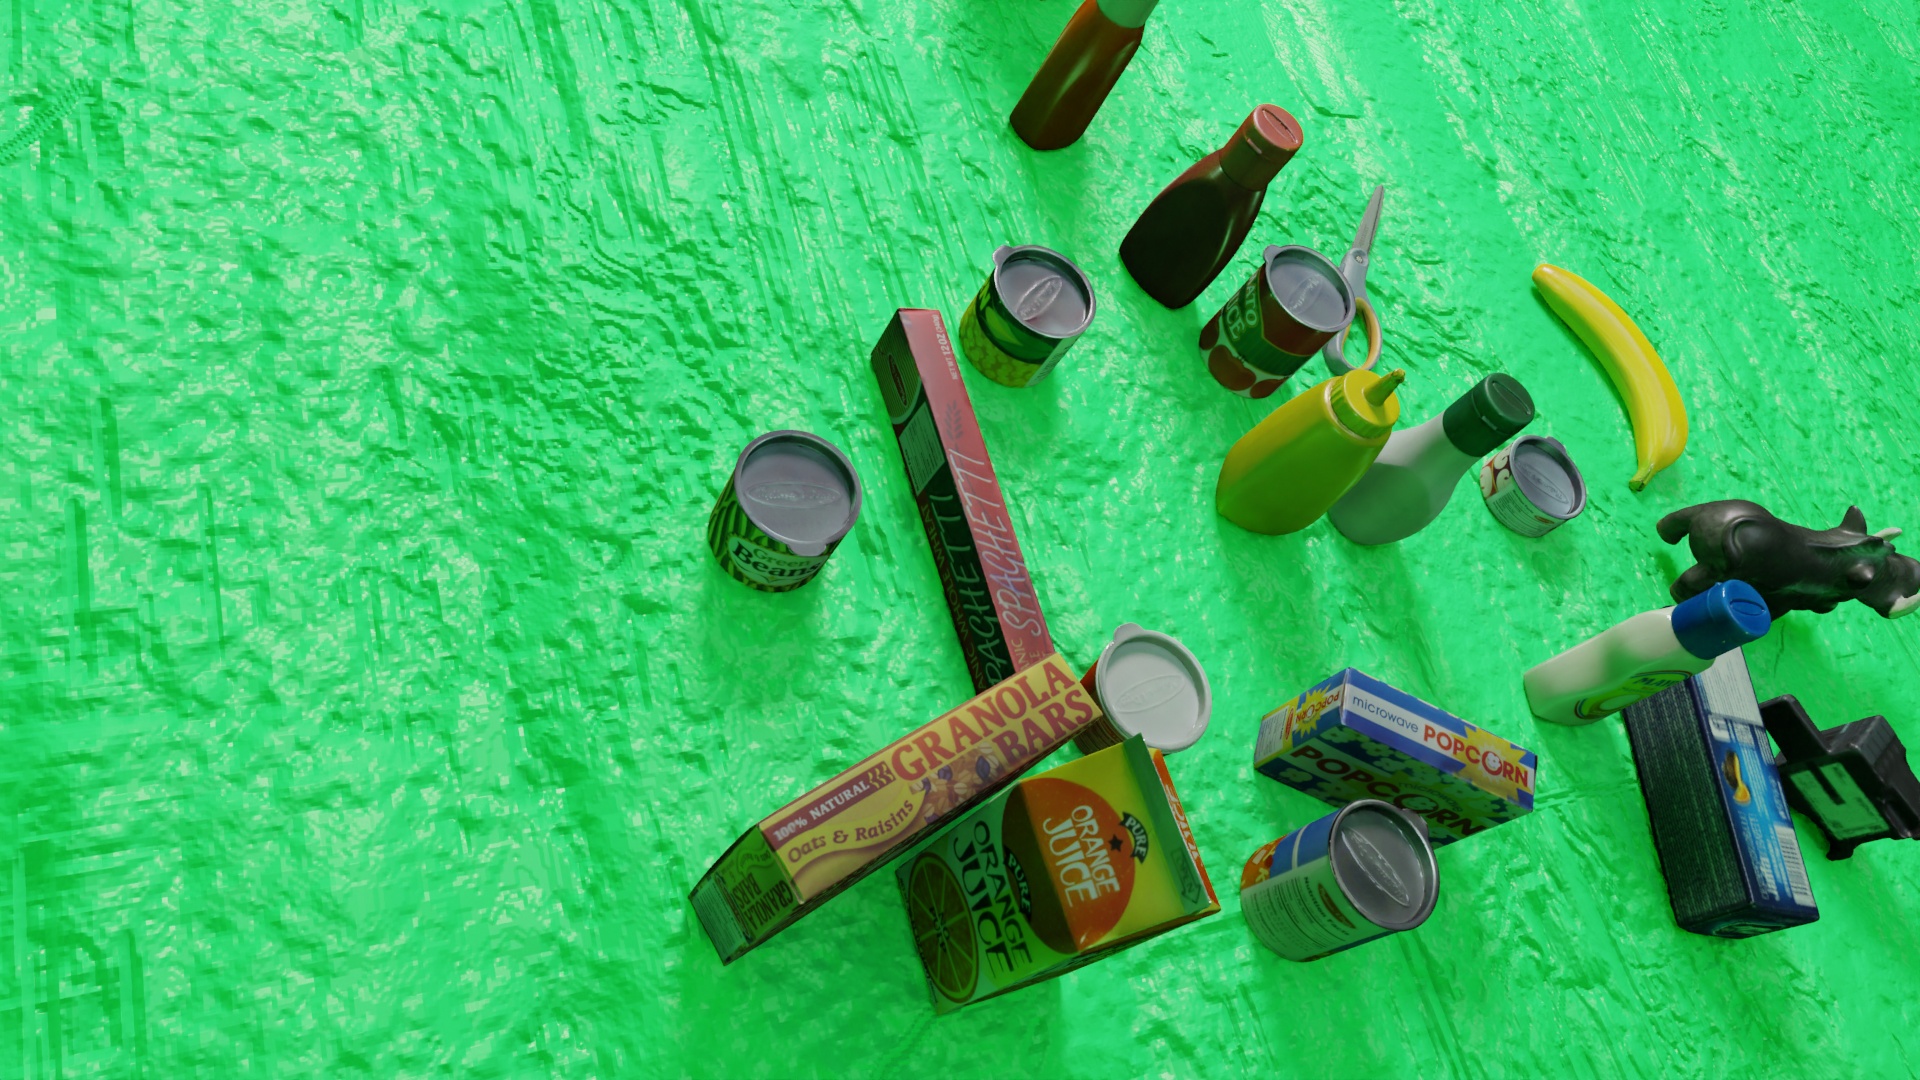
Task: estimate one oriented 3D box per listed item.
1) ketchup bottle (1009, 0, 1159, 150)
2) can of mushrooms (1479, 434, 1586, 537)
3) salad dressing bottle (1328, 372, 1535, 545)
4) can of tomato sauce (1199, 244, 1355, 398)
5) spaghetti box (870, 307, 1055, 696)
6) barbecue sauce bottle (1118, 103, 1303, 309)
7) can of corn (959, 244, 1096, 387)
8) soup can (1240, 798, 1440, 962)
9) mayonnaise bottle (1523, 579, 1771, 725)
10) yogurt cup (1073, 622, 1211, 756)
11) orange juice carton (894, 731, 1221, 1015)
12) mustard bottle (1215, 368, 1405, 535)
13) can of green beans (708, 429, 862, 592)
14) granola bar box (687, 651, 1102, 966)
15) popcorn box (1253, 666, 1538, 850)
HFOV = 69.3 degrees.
[{"bbox_3d":[0.088,-0.320,0.905,0.065,0.148,0.043,-31,80,-34],"label":"ketchup bottle"},{"bbox_3d":[0.399,-0.039,0.967,0.071,0.033,0.071,11,59,-20],"label":"can of mushrooms"},{"bbox_3d":[0.286,-0.048,0.849,0.064,0.147,0.044,43,54,1],"label":"salad dressing bottle"},{"bbox_3d":[0.202,-0.141,0.901,0.071,0.082,0.071,11,59,-20],"label":"can of tomato sauce"},{"bbox_3d":[0.003,-0.009,0.755,0.029,0.050,0.251,-7,66,-28],"label":"spaghetti box"},{"bbox_3d":[0.160,-0.212,0.880,0.044,0.147,0.065,-37,83,-35],"label":"barbecue sauce bottle"},{"bbox_3d":[0.037,-0.135,0.835,0.071,0.058,0.071,11,59,-20],"label":"can of corn"},{"bbox_3d":[0.197,0.177,0.723,0.071,0.083,0.071,11,59,-20],"label":"soup can"},{"bbox_3d":[0.417,0.070,0.845,0.065,0.147,0.041,7,61,-22],"label":"mayonnaise bottle"},{"bbox_3d":[0.092,0.088,0.740,0.072,0.053,0.073,11,59,-20],"label":"yogurt cup"},{"bbox_3d":[0.045,0.146,0.601,0.073,0.191,0.072,-7,67,-28],"label":"orange juice carton"},{"bbox_3d":[0.212,-0.058,0.812,0.065,0.159,0.049,20,57,-14],"label":"mustard bottle"},{"bbox_3d":[-0.090,-0.014,0.709,0.071,0.057,0.071,11,59,-20],"label":"can of green beans"},{"bbox_3d":[-0.031,0.119,0.622,0.166,0.123,0.039,-26,77,-34],"label":"granola bar box"},{"bbox_3d":[0.240,0.123,0.772,0.127,0.084,0.038,25,56,-11],"label":"popcorn box"}]
